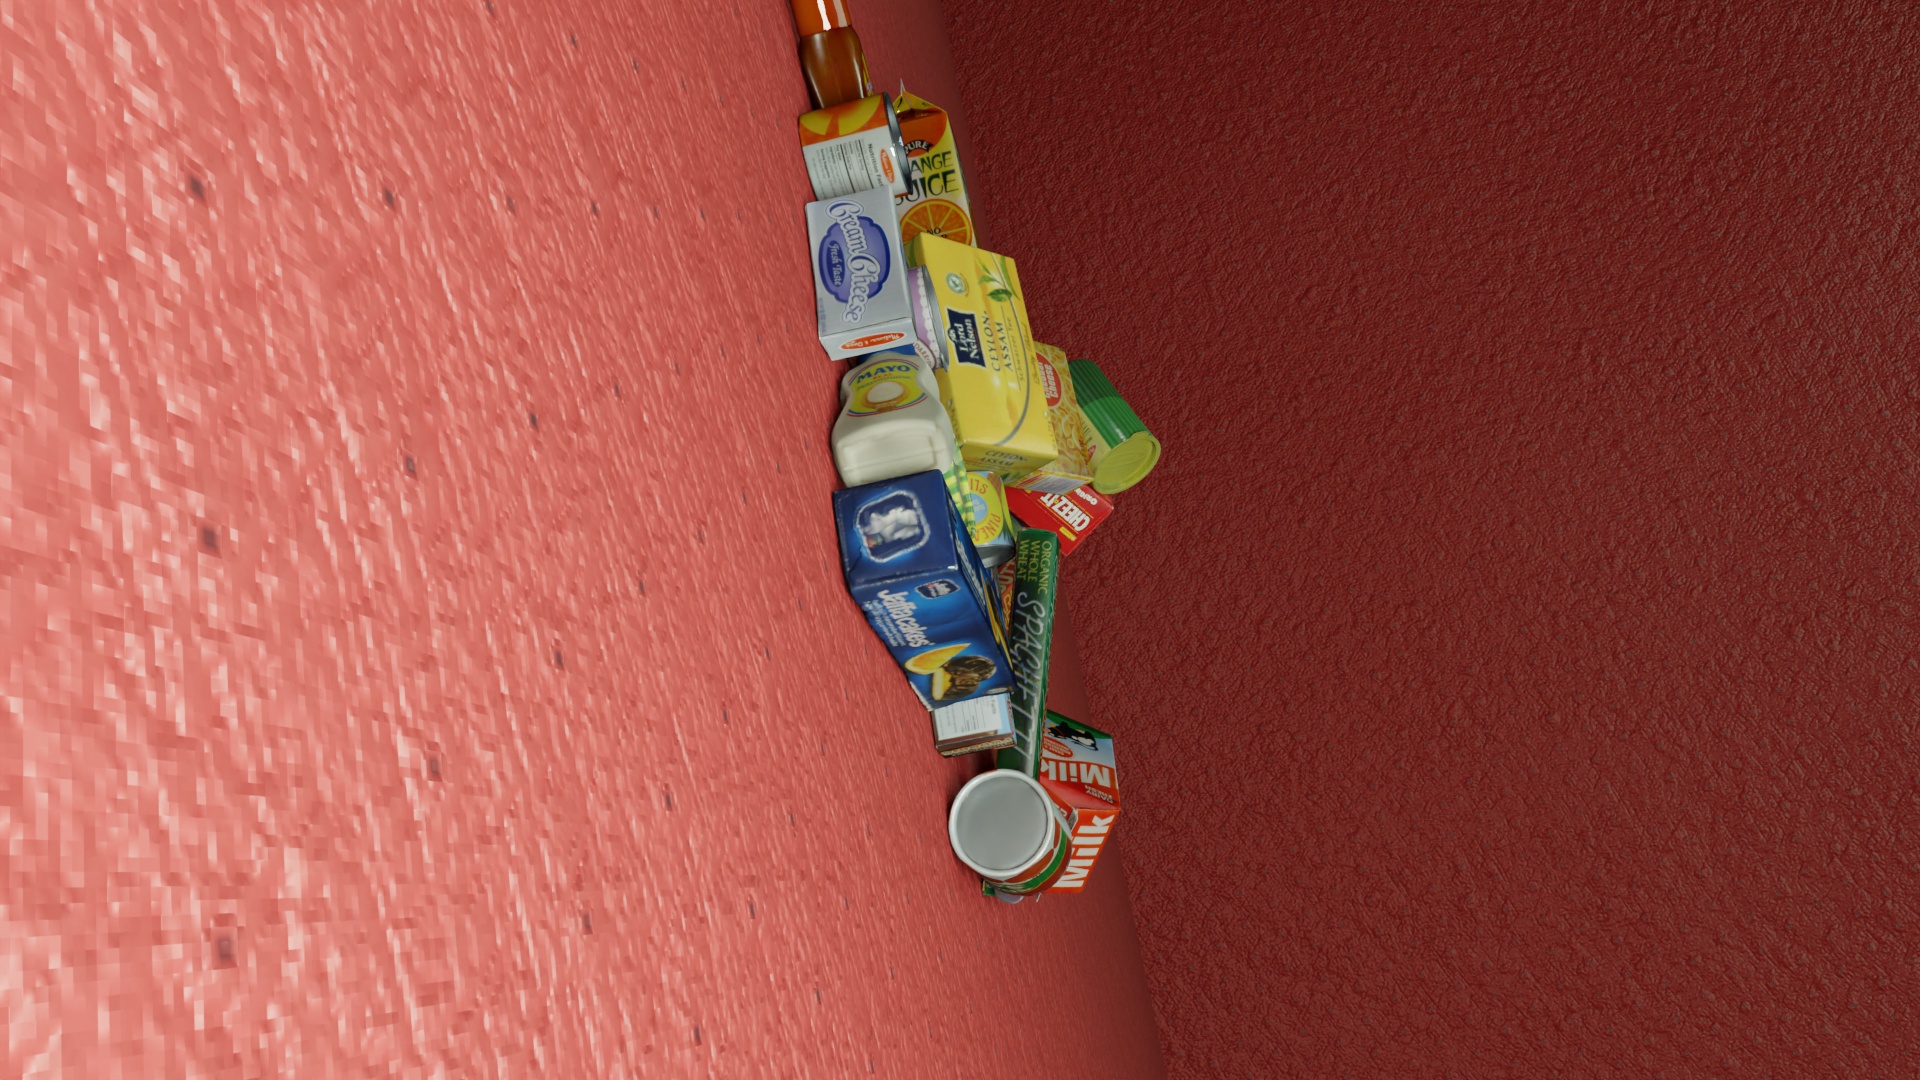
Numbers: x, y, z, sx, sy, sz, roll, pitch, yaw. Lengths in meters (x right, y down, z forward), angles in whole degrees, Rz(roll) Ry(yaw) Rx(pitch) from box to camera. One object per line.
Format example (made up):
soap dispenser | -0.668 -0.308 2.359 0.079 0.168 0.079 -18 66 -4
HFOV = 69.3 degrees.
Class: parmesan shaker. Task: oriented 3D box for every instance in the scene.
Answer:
parmesan shaker | 0.117 -0.100 1.186 0.103 0.071 0.071 58 -6 33

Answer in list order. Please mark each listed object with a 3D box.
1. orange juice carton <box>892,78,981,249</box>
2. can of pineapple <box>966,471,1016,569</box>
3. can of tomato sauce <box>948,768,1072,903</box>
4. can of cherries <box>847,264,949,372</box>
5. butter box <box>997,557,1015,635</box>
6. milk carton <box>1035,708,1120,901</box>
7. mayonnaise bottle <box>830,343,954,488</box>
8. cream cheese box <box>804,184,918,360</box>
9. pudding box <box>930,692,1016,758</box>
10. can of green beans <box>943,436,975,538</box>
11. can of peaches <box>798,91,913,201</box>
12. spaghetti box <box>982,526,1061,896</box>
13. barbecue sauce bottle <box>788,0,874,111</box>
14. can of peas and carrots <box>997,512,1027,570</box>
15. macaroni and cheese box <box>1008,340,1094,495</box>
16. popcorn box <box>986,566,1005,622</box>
orange juice carton | -0.031 -0.321 1.275 0.072 0.073 0.193 43 34 -79
can of pineapple | 0.004 -0.012 0.994 0.071 0.071 0.058 57 21 -73
can of tomato sauce | 0.031 0.184 0.864 0.083 0.071 0.071 63 16 -65
can of cherries | -0.042 -0.133 0.873 0.071 0.058 0.071 -16 94 -85
butter box | 0.043 0.051 1.182 0.104 0.024 0.053 -49 136 -40
milk carton | 0.071 0.195 1.036 0.191 0.073 0.072 -75 -173 -76
mayonnaise bottle | -0.040 -0.077 0.781 0.149 0.065 0.041 -99 177 -61
cream cheese box | -0.058 -0.156 0.800 0.024 0.053 0.104 71 9 -60
pudding box | 0.005 0.091 0.879 0.030 0.050 0.084 68 11 -66
can of green beans | -0.026 -0.027 0.801 0.071 0.058 0.071 -15 93 -84
can of peaches | -0.066 -0.246 0.885 0.071 0.058 0.071 -16 93 -84
spaghetti box | 0.043 0.116 0.951 0.050 0.029 0.250 52 43 -77
barbecue sauce bottle | -0.081 -0.305 0.935 0.065 0.044 0.148 -99 175 -72
can of peas and carrots | 0.043 0.001 1.250 0.071 0.058 0.071 38 19 -15
macaroni and cheese box | 0.027 -0.106 1.110 0.167 0.040 0.124 7 64 -44
popcorn box | 0.004 -0.001 1.106 0.084 0.038 0.127 73 8 -45
